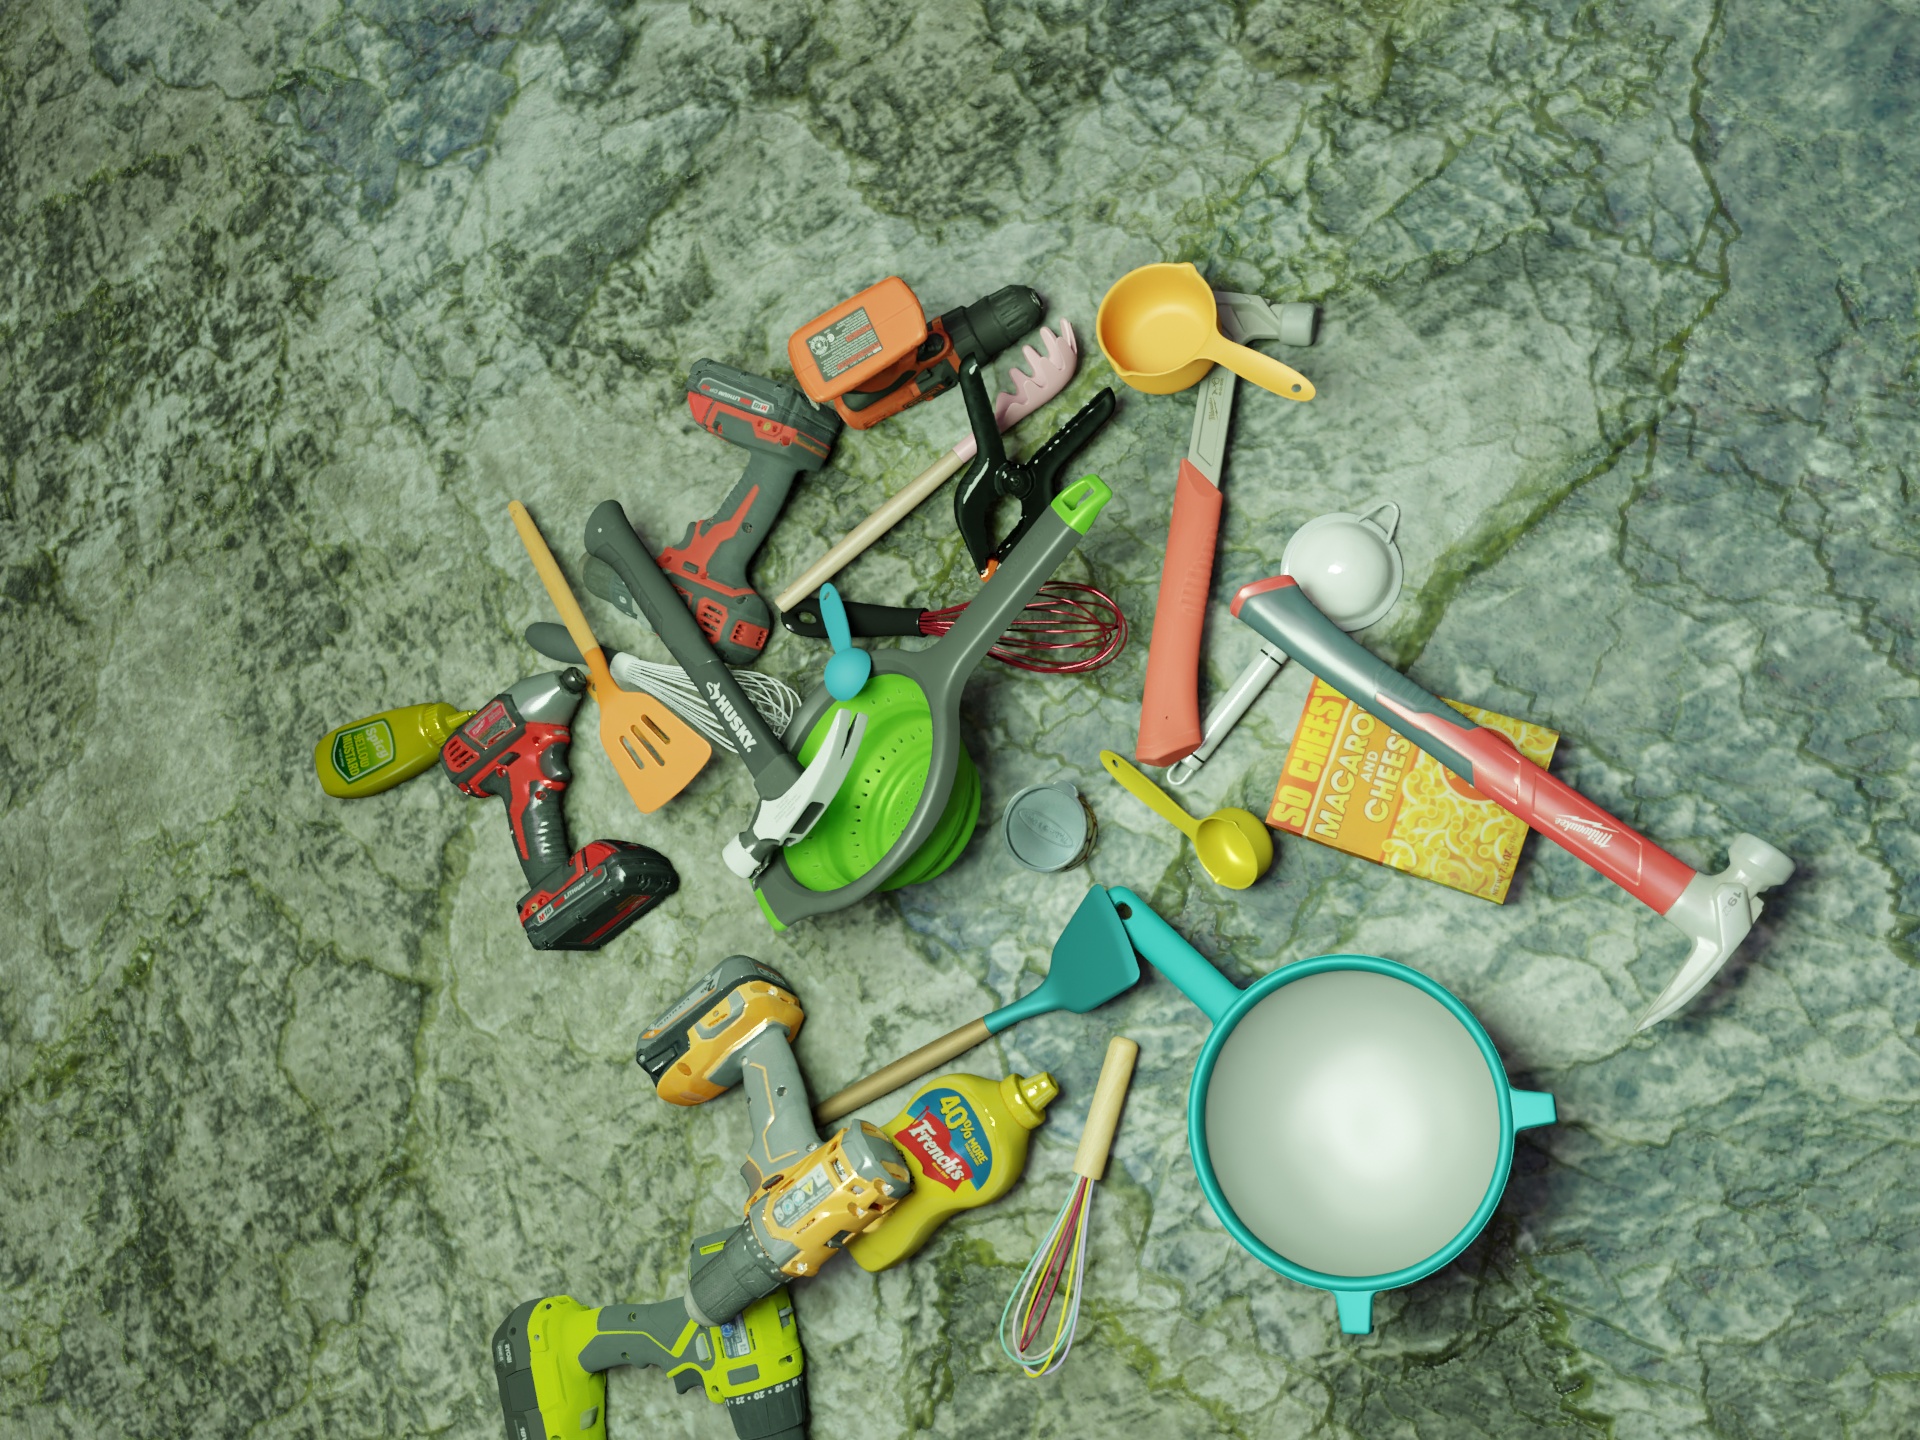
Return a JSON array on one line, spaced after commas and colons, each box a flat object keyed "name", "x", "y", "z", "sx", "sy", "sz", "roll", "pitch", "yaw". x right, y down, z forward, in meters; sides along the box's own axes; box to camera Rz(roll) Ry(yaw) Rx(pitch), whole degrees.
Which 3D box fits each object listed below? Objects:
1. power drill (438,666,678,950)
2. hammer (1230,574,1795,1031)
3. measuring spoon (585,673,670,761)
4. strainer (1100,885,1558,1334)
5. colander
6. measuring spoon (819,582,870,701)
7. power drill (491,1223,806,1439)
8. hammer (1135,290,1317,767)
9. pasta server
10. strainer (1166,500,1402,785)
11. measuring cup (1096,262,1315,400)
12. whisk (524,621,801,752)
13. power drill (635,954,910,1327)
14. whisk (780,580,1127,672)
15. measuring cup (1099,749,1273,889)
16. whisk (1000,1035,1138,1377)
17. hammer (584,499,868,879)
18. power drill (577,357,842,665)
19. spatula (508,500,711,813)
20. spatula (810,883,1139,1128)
[{"name": "power drill", "x": -0.329, "y": 0.068, "z": 1.300, "sx": 0.143, "sy": 0.078, "sz": 0.220, "roll": -37, "pitch": 70, "yaw": 14}, {"name": "hammer", "x": 0.333, "y": 0.036, "z": 1.054, "sx": 0.386, "sy": 0.038, "sz": 0.143, "roll": 37, "pitch": 96, "yaw": 18}, {"name": "measuring spoon", "x": -0.277, "y": -0.003, "z": 1.328, "sx": 0.117, "sy": 0.011, "sz": 0.021, "roll": 39, "pitch": 95, "yaw": 20}, {"name": "strainer", "x": 0.226, "y": 0.232, "z": 1.086, "sx": 0.211, "sy": 0.095, "sz": 0.341, "roll": -51, "pitch": 54, "yaw": 4}, {"name": "colander", "x": -0.002, "y": -0.004, "z": 1.157, "sx": 0.397, "sy": 0.094, "sz": 0.205, "roll": -50, "pitch": 39, "yaw": 15}, {"name": "measuring spoon", "x": -0.098, "y": -0.066, "z": 1.209, "sx": 0.042, "sy": 0.021, "sz": 0.129, "roll": -43, "pitch": 41, "yaw": 22}, {"name": "power drill", "x": -0.225, "y": 0.500, "z": 1.201, "sx": 0.228, "sy": 0.080, "sz": 0.191, "roll": -19, "pitch": 75, "yaw": 13}, {"name": "hammer", "x": 0.163, "y": -0.145, "z": 1.174, "sx": 0.149, "sy": 0.036, "sz": 0.359, "roll": 7, "pitch": 81, "yaw": 20}, {"name": "pasta server", "x": -0.027, "y": -0.195, "z": 1.245, "sx": 0.316, "sy": 0.060, "sz": 0.040, "roll": -39, "pitch": 114, "yaw": 6}, {"name": "strainer", "x": 0.233, "y": -0.054, "z": 1.146, "sx": 0.087, "sy": 0.050, "sz": 0.258, "roll": 38, "pitch": 99, "yaw": 6}, {"name": "measuring cup", "x": 0.181, "y": -0.262, "z": 1.149, "sx": 0.174, "sy": 0.052, "sz": 0.095, "roll": 32, "pitch": 89, "yaw": 20}, {"name": "whisk", "x": -0.249, "y": -0.033, "z": 1.304, "sx": 0.285, "sy": 0.070, "sz": 0.070, "roll": 19, "pitch": 88, "yaw": 26}, {"name": "power drill", "x": -0.159, "y": 0.310, "z": 1.170, "sx": 0.185, "sy": 0.084, "sz": 0.226, "roll": -42, "pitch": 54, "yaw": 6}, {"name": "whisk", "x": -0.010, "y": -0.076, "z": 1.225, "sx": 0.296, "sy": 0.073, "sz": 0.073, "roll": 4, "pitch": 83, "yaw": 25}, {"name": "measuring cup", "x": 0.164, "y": 0.062, "z": 1.156, "sx": 0.157, "sy": 0.029, "sz": 0.062, "roll": 40, "pitch": 140, "yaw": 33}, {"name": "whisk", "x": 0.081, "y": 0.346, "z": 1.139, "sx": 0.051, "sy": 0.047, "sz": 0.245, "roll": 16, "pitch": 83, "yaw": 9}, {"name": "hammer", "x": -0.196, "y": -0.051, "z": 1.209, "sx": 0.146, "sy": 0.035, "sz": 0.335, "roll": -46, "pitch": 62, "yaw": 17}, {"name": "power drill", "x": -0.211, "y": -0.173, "z": 1.298, "sx": 0.188, "sy": 0.080, "sz": 0.226, "roll": 23, "pitch": 94, "yaw": 28}, {"name": "spatula", "x": -0.303, "y": -0.068, "z": 1.299, "sx": 0.081, "sy": 0.041, "sz": 0.323, "roll": -43, "pitch": 59, "yaw": 15}, {"name": "spatula", "x": -0.006, "y": 0.234, "z": 1.182, "sx": 0.317, "sy": 0.044, "sz": 0.082, "roll": -31, "pitch": 55, "yaw": 14}]
